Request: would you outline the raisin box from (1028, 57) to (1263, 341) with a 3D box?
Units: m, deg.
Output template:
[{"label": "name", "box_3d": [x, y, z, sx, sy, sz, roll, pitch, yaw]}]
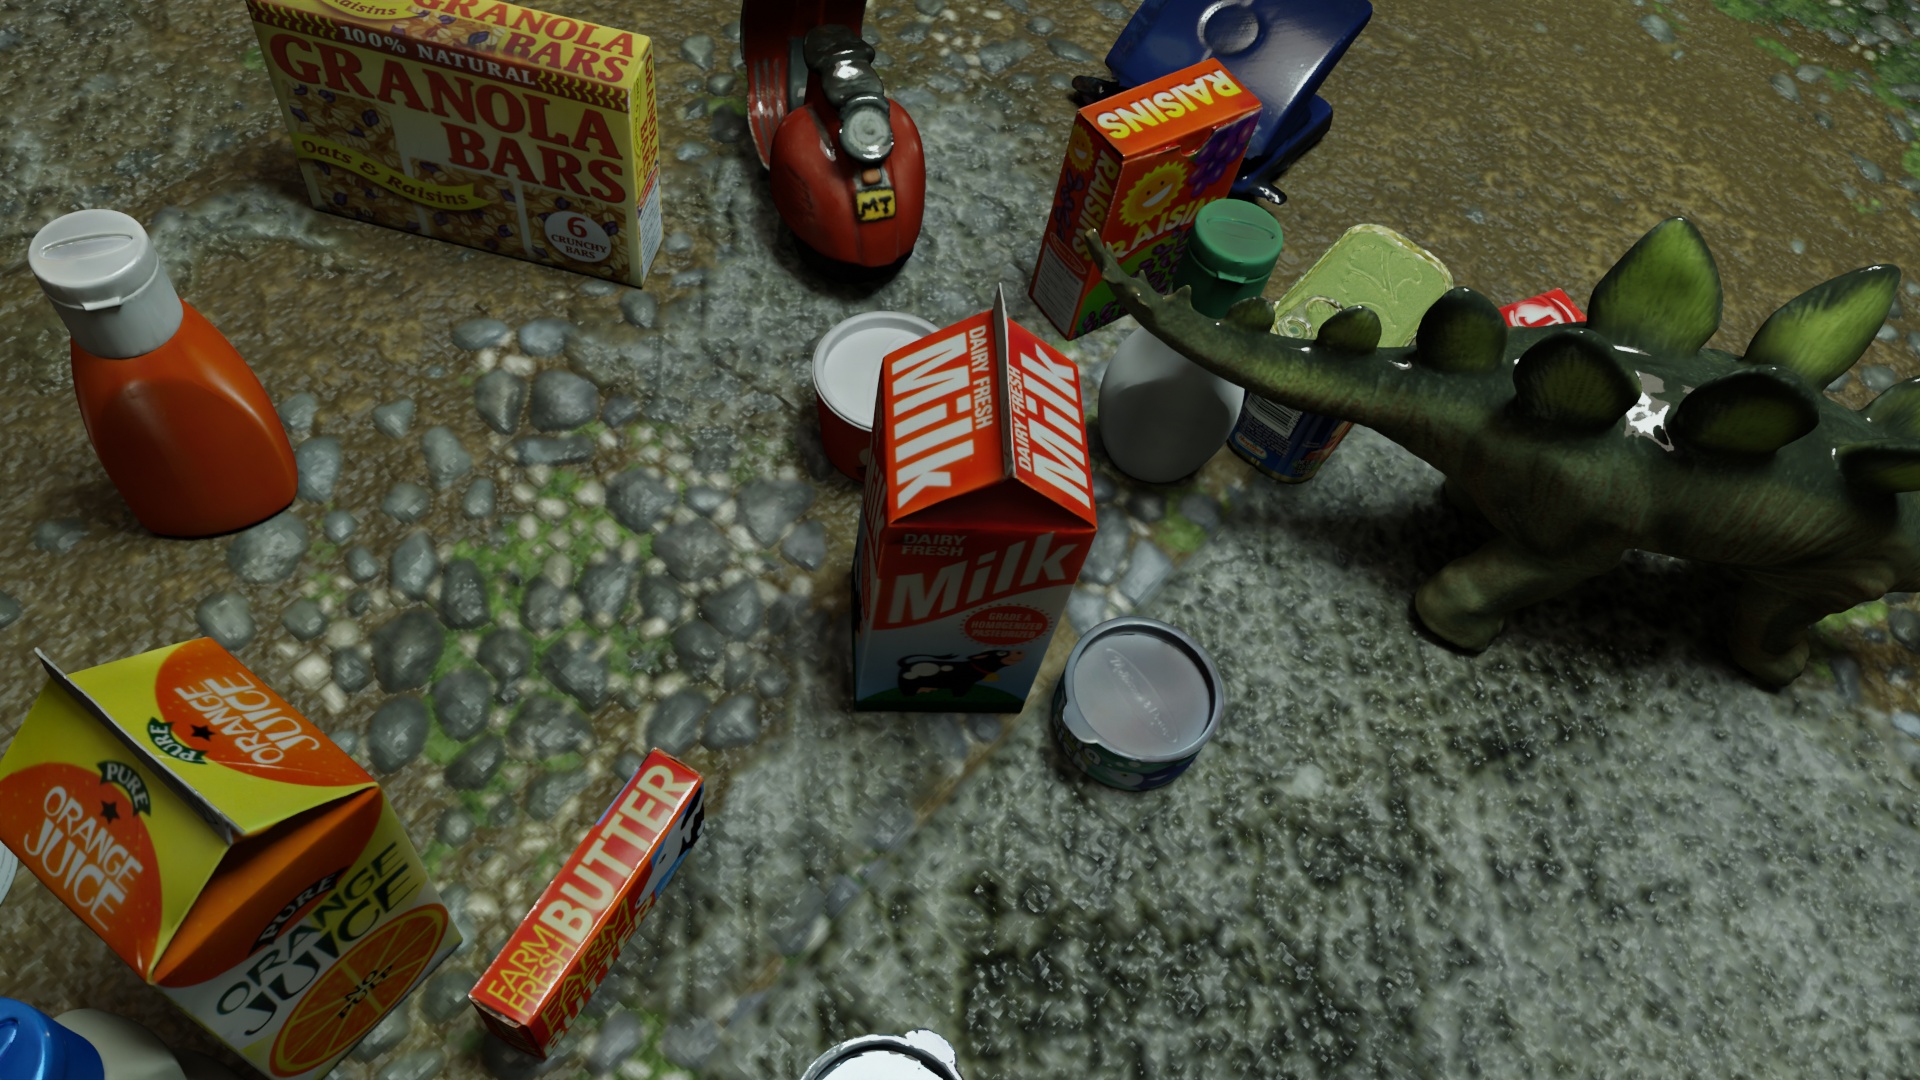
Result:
[{"label": "raisin box", "box_3d": [0.086, -0.162, 0.672, 0.086, 0.122, 0.040, -27, 66, -24]}]

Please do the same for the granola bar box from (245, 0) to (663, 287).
[{"label": "granola bar box", "box_3d": [-0.223, -0.190, 0.637, 0.166, 0.123, 0.039, 14, 57, -1]}]

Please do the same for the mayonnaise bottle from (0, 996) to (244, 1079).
[{"label": "mayonnaise bottle", "box_3d": [-0.246, 0.165, 0.389, 0.041, 0.147, 0.065, 29, 58, 9]}]

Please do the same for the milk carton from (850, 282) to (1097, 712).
[{"label": "milk carton", "box_3d": [0.002, -0.006, 0.517, 0.073, 0.189, 0.072, 1, 58, -9]}]

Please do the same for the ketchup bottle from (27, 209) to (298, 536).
[{"label": "ketchup bottle", "box_3d": [-0.301, -0.058, 0.524, 0.065, 0.148, 0.044, -16, 62, -18]}]

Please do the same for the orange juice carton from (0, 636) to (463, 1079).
[{"label": "orange juice carton", "box_3d": [-0.214, 0.096, 0.413, 0.072, 0.191, 0.073, 36, 59, 14]}]

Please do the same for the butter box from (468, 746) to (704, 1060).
[{"label": "butter box", "box_3d": [-0.128, 0.128, 0.490, 0.024, 0.052, 0.104, 28, 57, 9]}]

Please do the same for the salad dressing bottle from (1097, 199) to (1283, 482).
[{"label": "salad dressing bottle", "box_3d": [0.101, -0.084, 0.609, 0.064, 0.147, 0.044, 12, 57, -2]}]

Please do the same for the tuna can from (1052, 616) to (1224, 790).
[{"label": "tuna can", "box_3d": [0.070, 0.069, 0.574, 0.071, 0.032, 0.071, 4, 57, -7]}]

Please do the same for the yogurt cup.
[{"label": "yogurt cup", "box_3d": [-0.034, -0.061, 0.628, 0.072, 0.053, 0.073, 4, 57, -7]}]

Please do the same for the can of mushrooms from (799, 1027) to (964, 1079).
[{"label": "can of mushrooms", "box_3d": [-0.026, 0.203, 0.471, 0.071, 0.033, 0.071, 4, 57, -7]}]

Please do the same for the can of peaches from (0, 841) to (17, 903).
[{"label": "can of peaches", "box_3d": [-0.364, 0.103, 0.463, 0.071, 0.057, 0.071, 4, 57, -7]}]
